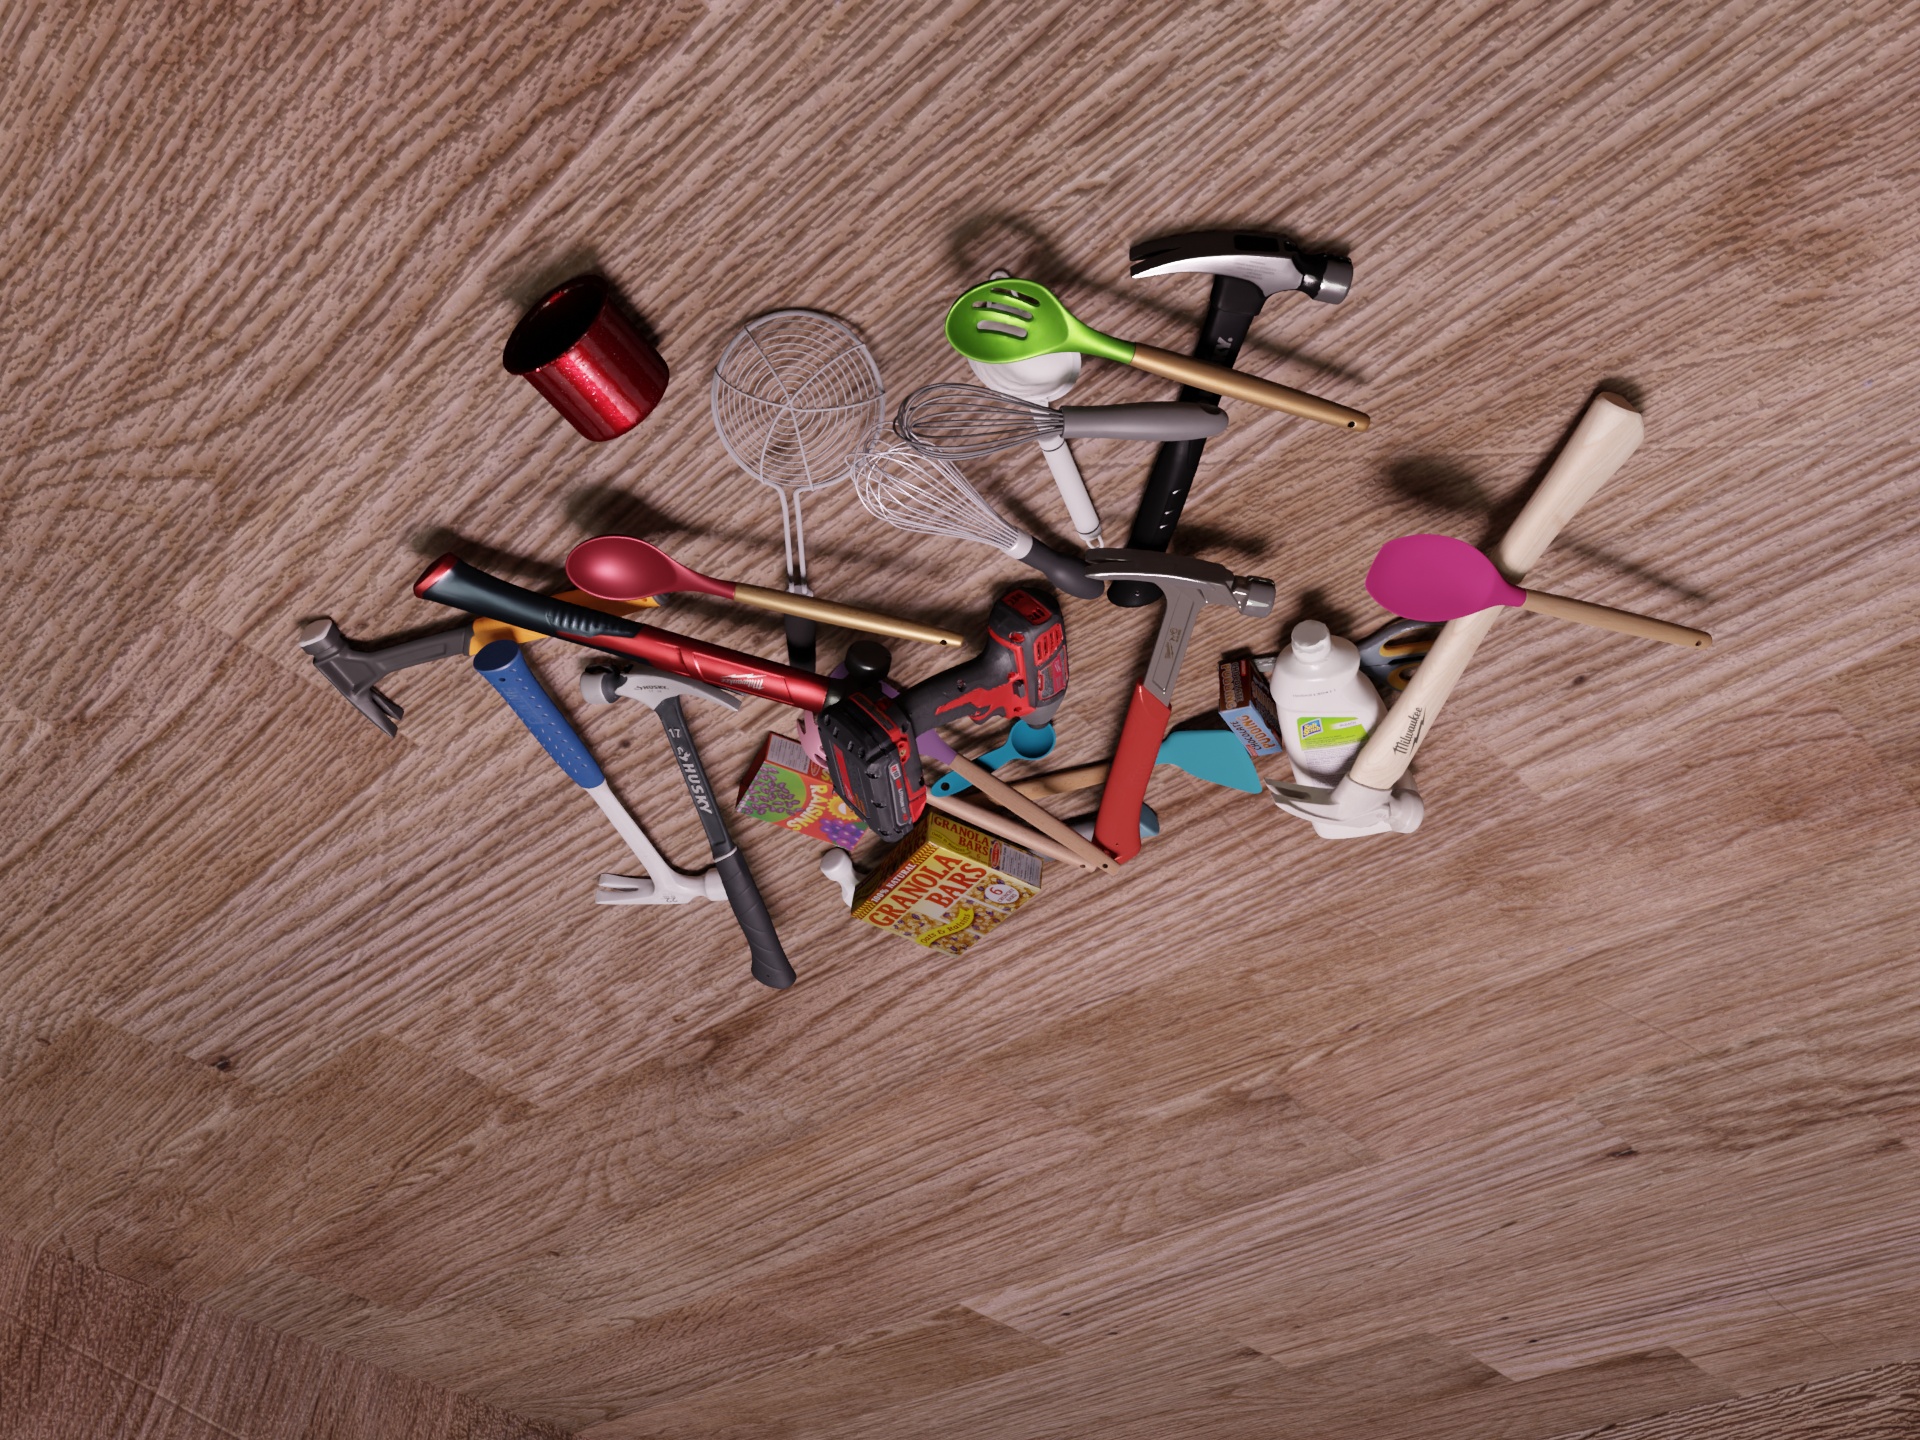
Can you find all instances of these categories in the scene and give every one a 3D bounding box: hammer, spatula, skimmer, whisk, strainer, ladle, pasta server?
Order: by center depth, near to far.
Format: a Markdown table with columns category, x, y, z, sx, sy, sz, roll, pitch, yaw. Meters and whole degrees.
| category | x | y | z | sx | sy | sz | roll | pitch | yaw |
| --- | --- | --- | --- | --- | --- | --- | --- | --- | --- |
| whisk | 0.072 | -0.210 | 1.112 | 0.239 | 0.055 | 0.055 | -2 | 138 | -8 |
| hammer | 0.161 | -0.209 | 1.174 | 0.146 | 0.035 | 0.334 | 9 | 138 | -6 |
| strainer | 0.065 | -0.213 | 1.175 | 0.087 | 0.050 | 0.258 | 1 | 143 | 27 |
| whisk | 0.021 | -0.148 | 1.204 | 0.070 | 0.070 | 0.284 | -30 | 145 | 32 |
| hammer | 0.387 | -0.073 | 1.239 | 0.146 | 0.038 | 0.410 | 9 | 126 | -22 |
| ladle | -0.152 | -0.097 | 1.253 | 0.315 | 0.031 | 0.069 | 12 | 137 | -2 |
| skimmer | -0.124 | -0.159 | 1.257 | 0.127 | 0.090 | 0.363 | 8 | 148 | 2 |
| hammer | -0.258 | -0.049 | 1.314 | 0.386 | 0.038 | 0.143 | 16 | 125 | -4 |
| hammer | 0.148 | 0.002 | 1.351 | 0.149 | 0.037 | 0.358 | 9 | 137 | -2 |
| hammer | -0.398 | -0.071 | 1.371 | 0.337 | 0.034 | 0.127 | -13 | 134 | 18 |
| spatula | 0.013 | 0.050 | 1.427 | 0.316 | 0.018 | 0.059 | 34 | 120 | -8 |
| spatula | 0.114 | 0.059 | 1.464 | 0.317 | 0.044 | 0.082 | -14 | 131 | 21 |
| pasta server | -0.009 | 0.071 | 1.477 | 0.316 | 0.040 | 0.060 | 25 | 134 | -16 |
| hammer | -0.346 | 0.064 | 1.486 | 0.144 | 0.035 | 0.405 | -7 | 142 | 13 |
| hammer | -0.222 | 0.110 | 1.497 | 0.149 | 0.036 | 0.408 | 1 | 131 | 19 |
| hammer | 0.034 | 0.136 | 1.563 | 0.331 | 0.033 | 0.128 | -17 | 133 | 22 |

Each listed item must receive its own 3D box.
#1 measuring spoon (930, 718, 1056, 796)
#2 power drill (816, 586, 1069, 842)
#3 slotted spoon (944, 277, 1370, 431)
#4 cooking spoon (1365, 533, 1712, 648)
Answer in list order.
| category | x | y | z | sx | sy | sz | roll | pitch | yaw |
| --- | --- | --- | --- | --- | --- | --- | --- | --- | --- |
| measuring spoon | 0.028 | 0.033 | 1.441 | 0.128 | 0.021 | 0.042 | -29 | 107 | 14 |
| power drill | -0.002 | -0.004 | 1.311 | 0.219 | 0.079 | 0.143 | -34 | 142 | -20 |
| slotted spoon | 0.140 | -0.244 | 1.091 | 0.313 | 0.031 | 0.070 | 13 | 137 | -14 |
| cooking spoon | 0.444 | -0.088 | 1.204 | 0.318 | 0.017 | 0.068 | 10 | 119 | -20 |
